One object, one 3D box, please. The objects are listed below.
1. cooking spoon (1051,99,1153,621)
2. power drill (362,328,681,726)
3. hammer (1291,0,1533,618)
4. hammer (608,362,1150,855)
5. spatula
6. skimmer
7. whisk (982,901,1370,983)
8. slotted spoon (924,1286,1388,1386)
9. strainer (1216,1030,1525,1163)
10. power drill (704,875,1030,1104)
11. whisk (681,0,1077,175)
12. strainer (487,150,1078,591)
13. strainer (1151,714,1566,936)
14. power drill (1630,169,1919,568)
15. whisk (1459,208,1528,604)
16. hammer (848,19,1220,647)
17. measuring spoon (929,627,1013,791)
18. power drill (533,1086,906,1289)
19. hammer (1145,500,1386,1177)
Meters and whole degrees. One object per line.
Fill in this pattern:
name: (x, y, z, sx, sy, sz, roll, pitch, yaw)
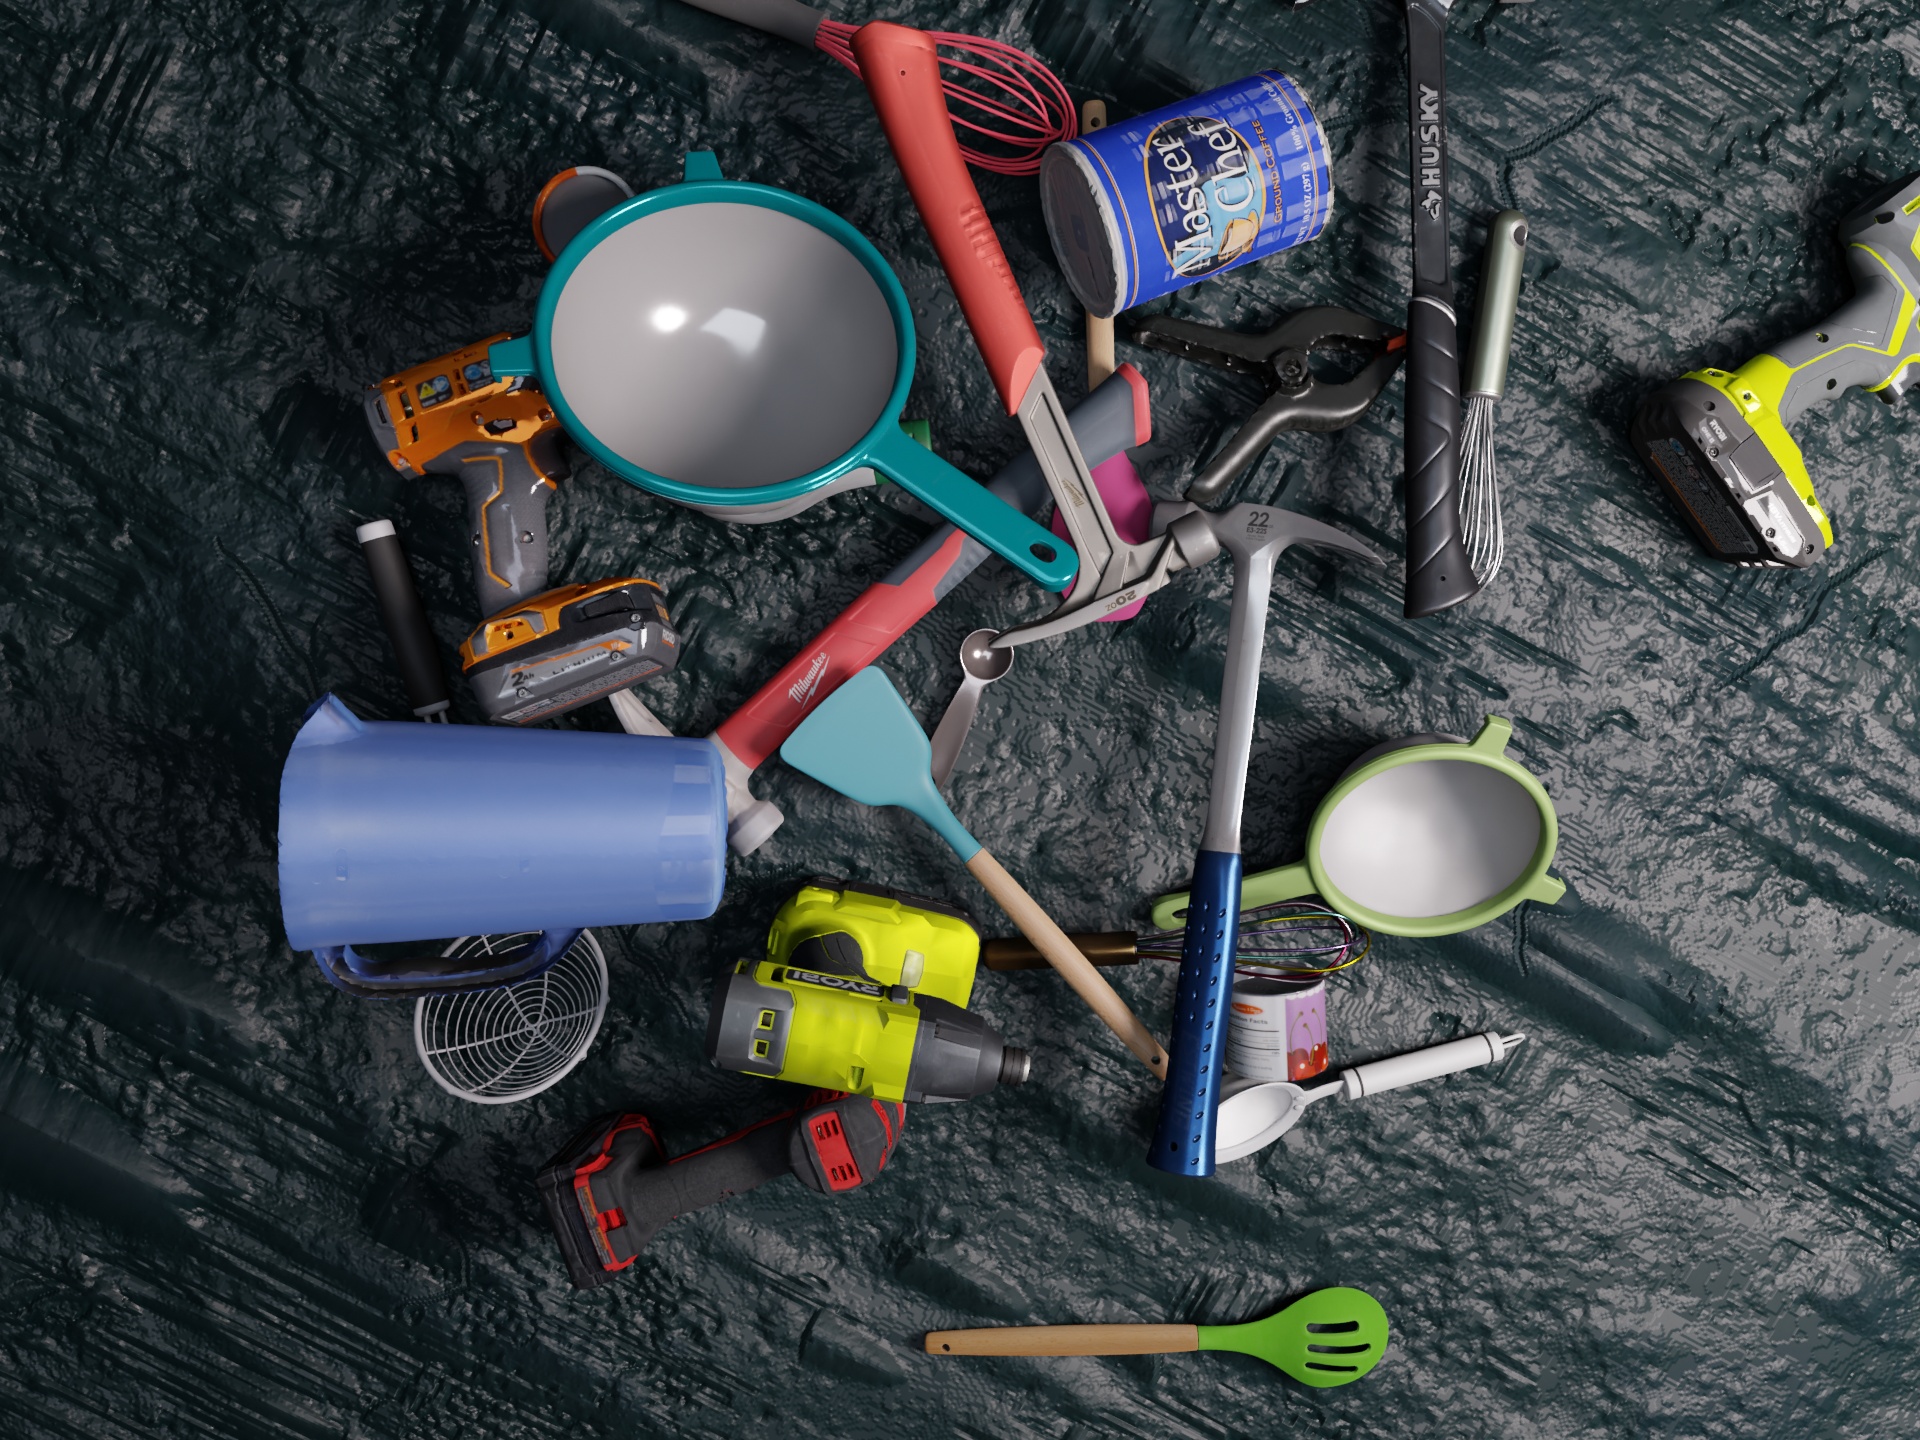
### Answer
cooking spoon: (0.087, -0.221, 0.994, 0.068, 0.017, 0.319, -2, 97, -1)
power drill: (-0.249, -0.127, 0.959, 0.164, 0.084, 0.226, -21, 83, 2)
hammer: (0.278, -0.265, 0.954, 0.149, 0.036, 0.409, 0, 89, 0)
hammer: (-0.043, -0.092, 0.989, 0.386, 0.038, 0.143, -42, 94, 7)
spatula: (0.023, 0.106, 0.988, 0.082, 0.044, 0.317, -43, 89, 4)
skimmer: (-0.318, 0.053, 0.987, 0.127, 0.090, 0.363, -16, 96, 2)
whisk: (0.133, 0.144, 1.004, 0.245, 0.051, 0.047, -5, 60, 14)
slotted spoon: (0.133, 0.417, 1.066, 0.314, 0.031, 0.070, -1, 97, 1)
strainer: (0.247, 0.238, 1.039, 0.258, 0.050, 0.086, -13, 137, -5)
power drill: (-0.048, 0.161, 0.935, 0.171, 0.223, 0.080, 11, 97, -2)
whisk: (-0.066, -0.406, 0.954, 0.296, 0.073, 0.073, 24, 96, 3)
strainer: (-0.083, -0.162, 0.915, 0.340, 0.095, 0.211, 35, 68, 5)
strainer: (0.243, 0.076, 1.014, 0.256, 0.069, 0.151, -18, 122, 19)
power drill: (0.553, -0.194, 0.973, 0.228, 0.080, 0.190, -38, 95, 1)
whisk: (0.322, -0.194, 0.989, 0.057, 0.059, 0.246, 6, 94, -38)
hammer: (0.015, -0.226, 0.927, 0.149, 0.037, 0.359, -24, 98, 5)
measuring spoon: (-0.002, -0.003, 1.024, 0.034, 0.018, 0.124, 24, 103, -5)
power drill: (-0.139, 0.269, 0.996, 0.219, 0.143, 0.078, -20, 93, 8)
hammer: (0.163, 0.069, 0.961, 0.144, 0.035, 0.405, 6, 87, 25)
